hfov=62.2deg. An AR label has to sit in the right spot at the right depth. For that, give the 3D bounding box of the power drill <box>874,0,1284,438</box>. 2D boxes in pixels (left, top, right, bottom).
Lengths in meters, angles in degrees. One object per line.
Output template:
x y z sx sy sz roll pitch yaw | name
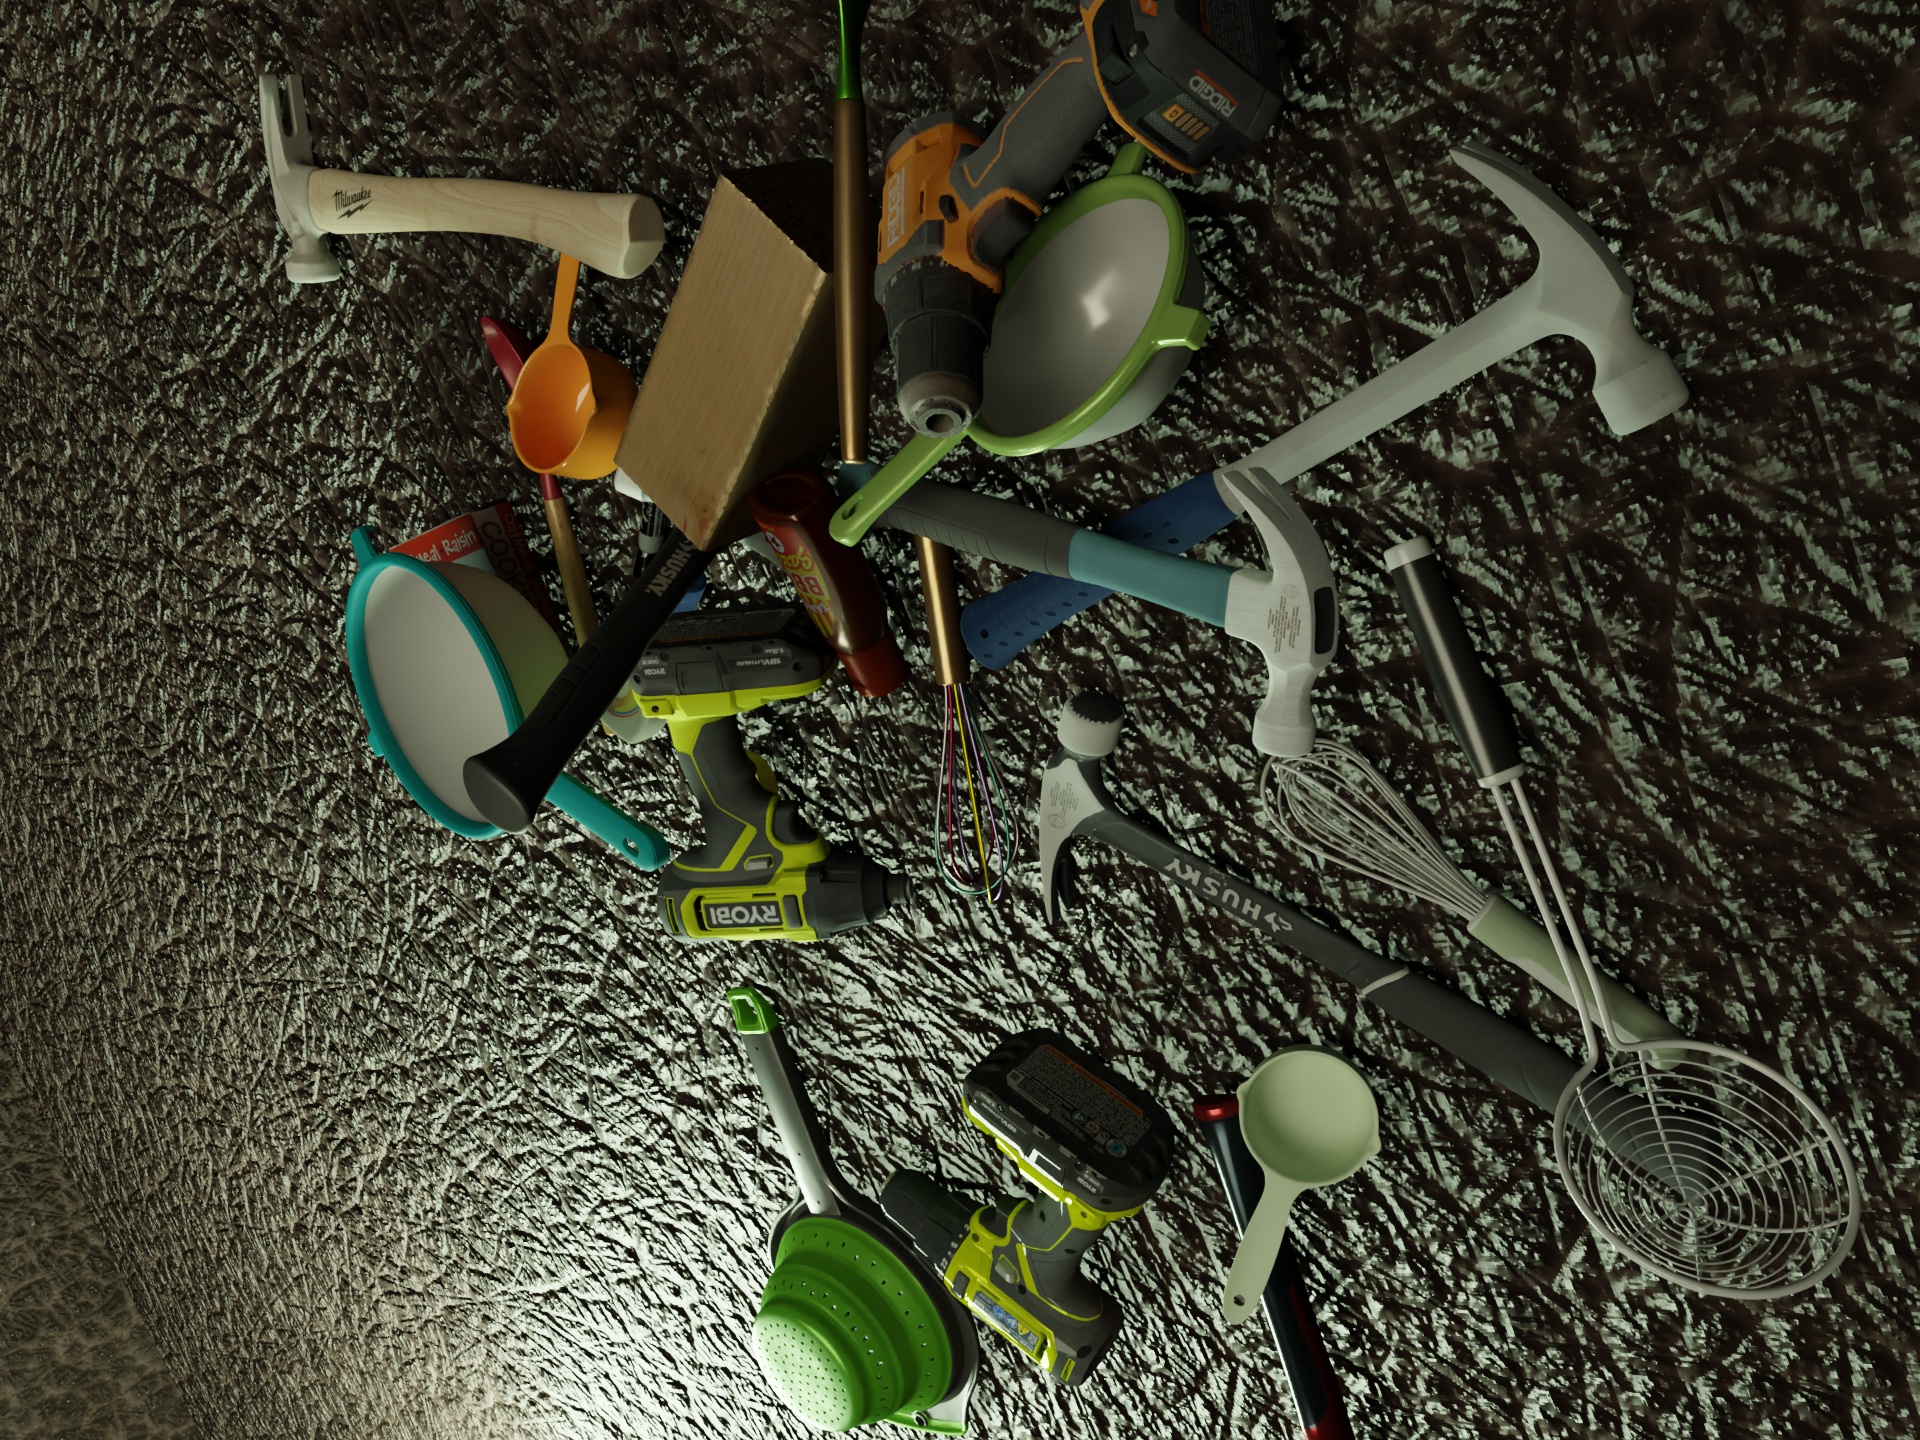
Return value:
0.040 -0.250 0.742 0.226 0.084 0.185 -30 49 42 | power drill

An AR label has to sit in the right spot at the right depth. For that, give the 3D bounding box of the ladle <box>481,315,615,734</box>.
-0.287 -0.135 1.146 0.069 0.031 0.315 26 130 57 | ladle

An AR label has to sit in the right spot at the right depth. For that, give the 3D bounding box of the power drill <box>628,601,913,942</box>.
-0.128 0.041 1.051 0.171 0.080 0.223 -4 112 12 | power drill

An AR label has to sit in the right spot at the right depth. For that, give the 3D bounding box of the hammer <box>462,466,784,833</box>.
-0.185 -0.049 0.908 0.146 0.335 0.035 24 128 -2 | hammer

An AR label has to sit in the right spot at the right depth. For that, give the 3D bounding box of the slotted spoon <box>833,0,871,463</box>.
-0.055 -0.290 0.816 0.031 0.070 0.314 1 94 20 | slotted spoon

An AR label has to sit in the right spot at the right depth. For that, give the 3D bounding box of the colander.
-0.120 0.399 1.213 0.204 0.094 0.397 -12 103 41 | colander

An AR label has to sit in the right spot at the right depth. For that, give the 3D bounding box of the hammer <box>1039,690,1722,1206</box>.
0.211 0.136 0.868 0.409 0.036 0.149 30 127 25 | hammer

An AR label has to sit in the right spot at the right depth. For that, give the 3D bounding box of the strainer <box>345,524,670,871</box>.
-0.294 -0.001 1.106 0.341 0.095 0.210 30 128 29 | strainer

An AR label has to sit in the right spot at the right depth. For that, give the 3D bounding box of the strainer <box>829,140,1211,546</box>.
0.035 -0.159 0.815 0.256 0.069 0.152 -38 43 32 | strainer

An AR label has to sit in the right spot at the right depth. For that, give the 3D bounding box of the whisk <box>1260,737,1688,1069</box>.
0.257 0.093 0.804 0.246 0.059 0.057 38 168 14 | whisk

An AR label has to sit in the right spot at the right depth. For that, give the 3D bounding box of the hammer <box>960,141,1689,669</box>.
0.141 -0.126 0.802 0.405 0.035 0.144 -28 91 43 | hammer

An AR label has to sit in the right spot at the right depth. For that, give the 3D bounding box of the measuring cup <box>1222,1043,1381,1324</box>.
0.184 0.263 0.906 0.083 0.038 0.167 20 98 14 | measuring cup

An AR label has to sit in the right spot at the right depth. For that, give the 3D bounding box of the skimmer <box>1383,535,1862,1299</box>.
0.287 0.078 0.728 0.090 0.127 0.363 141 108 -76 | skimmer

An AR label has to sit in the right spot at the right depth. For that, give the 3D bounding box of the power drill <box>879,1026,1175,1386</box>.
0.038 0.318 1.064 0.191 0.080 0.228 33 130 23 | power drill

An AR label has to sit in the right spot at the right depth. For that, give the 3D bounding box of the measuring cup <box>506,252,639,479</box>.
-0.247 -0.246 1.057 0.095 0.052 0.173 7 90 39 | measuring cup

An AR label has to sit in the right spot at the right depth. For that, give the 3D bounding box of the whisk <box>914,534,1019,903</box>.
-0.002 -0.003 0.973 0.051 0.047 0.245 -2 105 27 | whisk

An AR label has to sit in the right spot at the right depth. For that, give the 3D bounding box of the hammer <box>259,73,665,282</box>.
-0.347 -0.357 1.070 0.411 0.038 0.146 17 119 36 | hammer

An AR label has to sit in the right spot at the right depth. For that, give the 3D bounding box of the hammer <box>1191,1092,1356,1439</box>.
0.204 0.408 0.942 0.038 0.143 0.386 -15 96 42 | hammer

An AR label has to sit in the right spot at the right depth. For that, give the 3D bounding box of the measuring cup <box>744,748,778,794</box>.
-0.123 0.083 1.123 0.156 0.029 0.062 48 124 -6 | measuring cup

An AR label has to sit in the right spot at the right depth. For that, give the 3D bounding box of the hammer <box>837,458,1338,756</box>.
0.052 -0.090 0.840 0.331 0.033 0.128 22 116 40 | hammer
